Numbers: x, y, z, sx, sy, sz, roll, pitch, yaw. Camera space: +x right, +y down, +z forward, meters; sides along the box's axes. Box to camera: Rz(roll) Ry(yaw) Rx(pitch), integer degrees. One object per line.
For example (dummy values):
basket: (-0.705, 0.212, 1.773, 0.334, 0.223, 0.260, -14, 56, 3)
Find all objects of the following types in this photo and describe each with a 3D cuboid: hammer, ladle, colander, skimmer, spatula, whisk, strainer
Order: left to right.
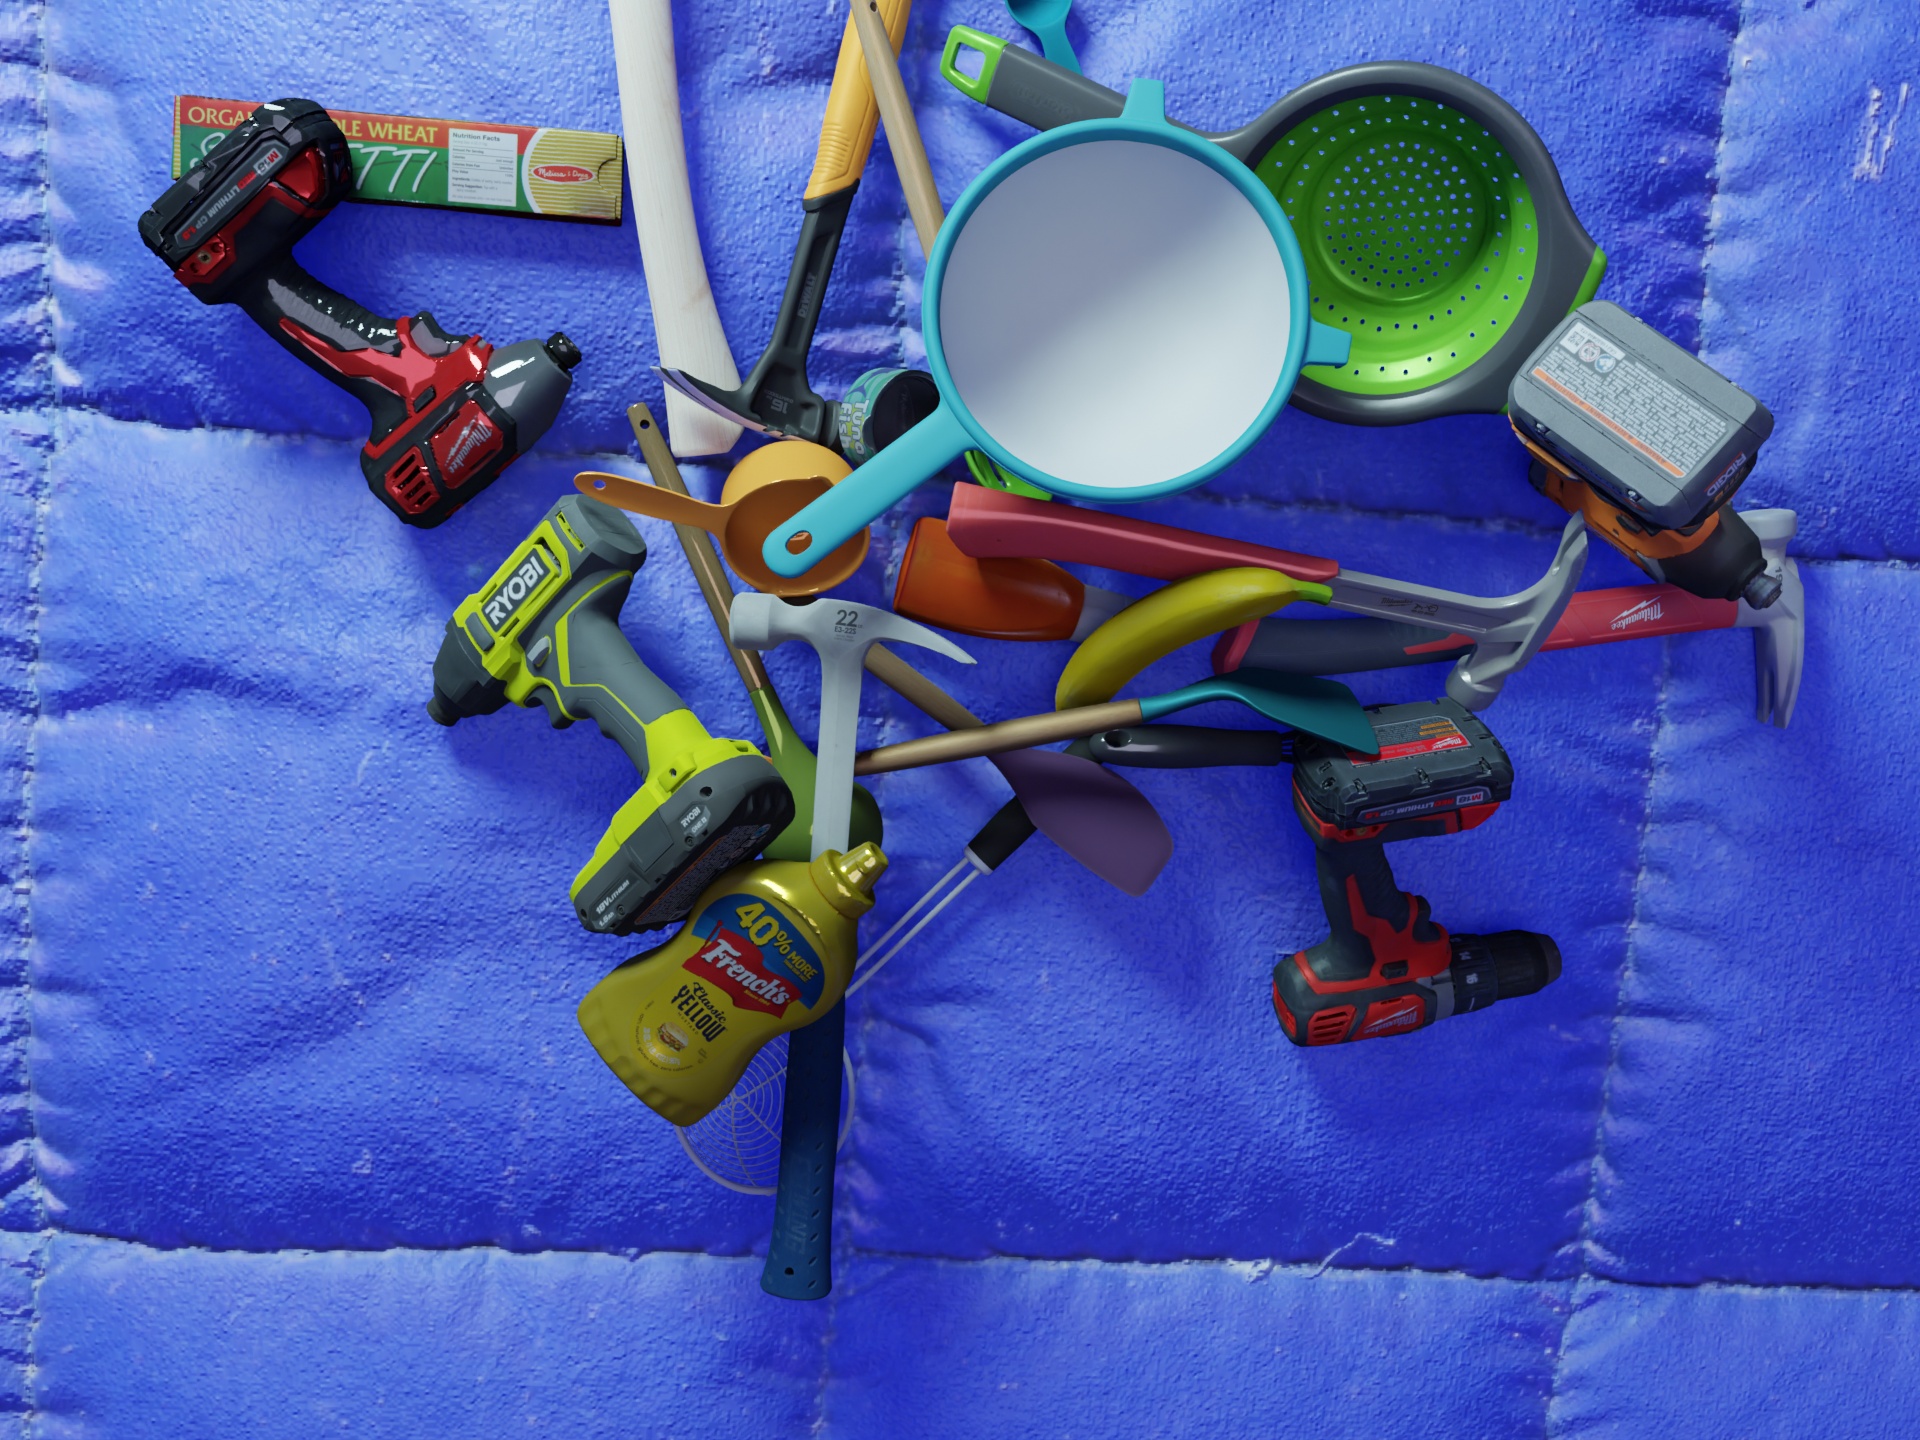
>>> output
hammer: (-0.184, -0.356, 0.901, 0.146, 0.038, 0.410, -16, 105, -37)
ladle: (-0.134, -0.043, 0.974, 0.078, 0.062, 0.320, -24, 91, -11)
hammer: (-0.076, -0.332, 0.924, 0.127, 0.034, 0.337, 15, 93, -38)
hammer: (-0.075, 0.132, 0.926, 0.144, 0.035, 0.405, 4, 92, 7)
skimmer: (-0.029, 0.136, 0.983, 0.363, 0.090, 0.127, -44, 99, 1)
spatula: (-0.002, -0.003, 0.980, 0.316, 0.018, 0.060, 36, 78, 0)
strainer: (0.034, -0.184, 0.905, 0.340, 0.095, 0.211, -36, 88, 1)
spatula: (0.083, 0.009, 0.947, 0.317, 0.082, 0.044, -10, 122, 4)
hammer: (0.171, -0.095, 0.932, 0.359, 0.037, 0.149, 12, 139, -2)
colander: (0.178, -0.321, 0.941, 0.397, 0.094, 0.204, 27, 127, 6)
whisk: (0.197, 0.014, 1.002, 0.239, 0.055, 0.055, 0, 98, -10)
hammer: (0.355, -0.045, 1.026, 0.386, 0.038, 0.143, -7, 100, -5)

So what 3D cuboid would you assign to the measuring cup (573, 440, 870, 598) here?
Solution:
measuring cup: (-0.138, -0.132, 0.931, 0.173, 0.052, 0.095, 13, 131, -19)

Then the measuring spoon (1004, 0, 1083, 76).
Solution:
measuring spoon: (0.061, -0.394, 0.960, 0.042, 0.021, 0.128, -20, 109, 3)

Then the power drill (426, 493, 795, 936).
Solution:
power drill: (-0.210, 0.006, 0.912, 0.171, 0.080, 0.223, -43, 71, 19)

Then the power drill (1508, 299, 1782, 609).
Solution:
power drill: (0.395, -0.136, 0.898, 0.164, 0.226, 0.084, 45, 101, 23)

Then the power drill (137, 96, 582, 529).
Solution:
power drill: (-0.327, -0.229, 0.894, 0.143, 0.079, 0.219, -38, 111, 8)

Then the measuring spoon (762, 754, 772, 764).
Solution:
measuring spoon: (-0.141, 0.027, 0.998, 0.117, 0.011, 0.021, 19, 89, -12)

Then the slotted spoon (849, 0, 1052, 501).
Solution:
slotted spoon: (-0.009, -0.269, 0.935, 0.070, 0.031, 0.313, -35, 114, -42)

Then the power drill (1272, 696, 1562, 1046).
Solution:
power drill: (0.291, 0.103, 0.993, 0.188, 0.080, 0.226, -9, 122, -5)
